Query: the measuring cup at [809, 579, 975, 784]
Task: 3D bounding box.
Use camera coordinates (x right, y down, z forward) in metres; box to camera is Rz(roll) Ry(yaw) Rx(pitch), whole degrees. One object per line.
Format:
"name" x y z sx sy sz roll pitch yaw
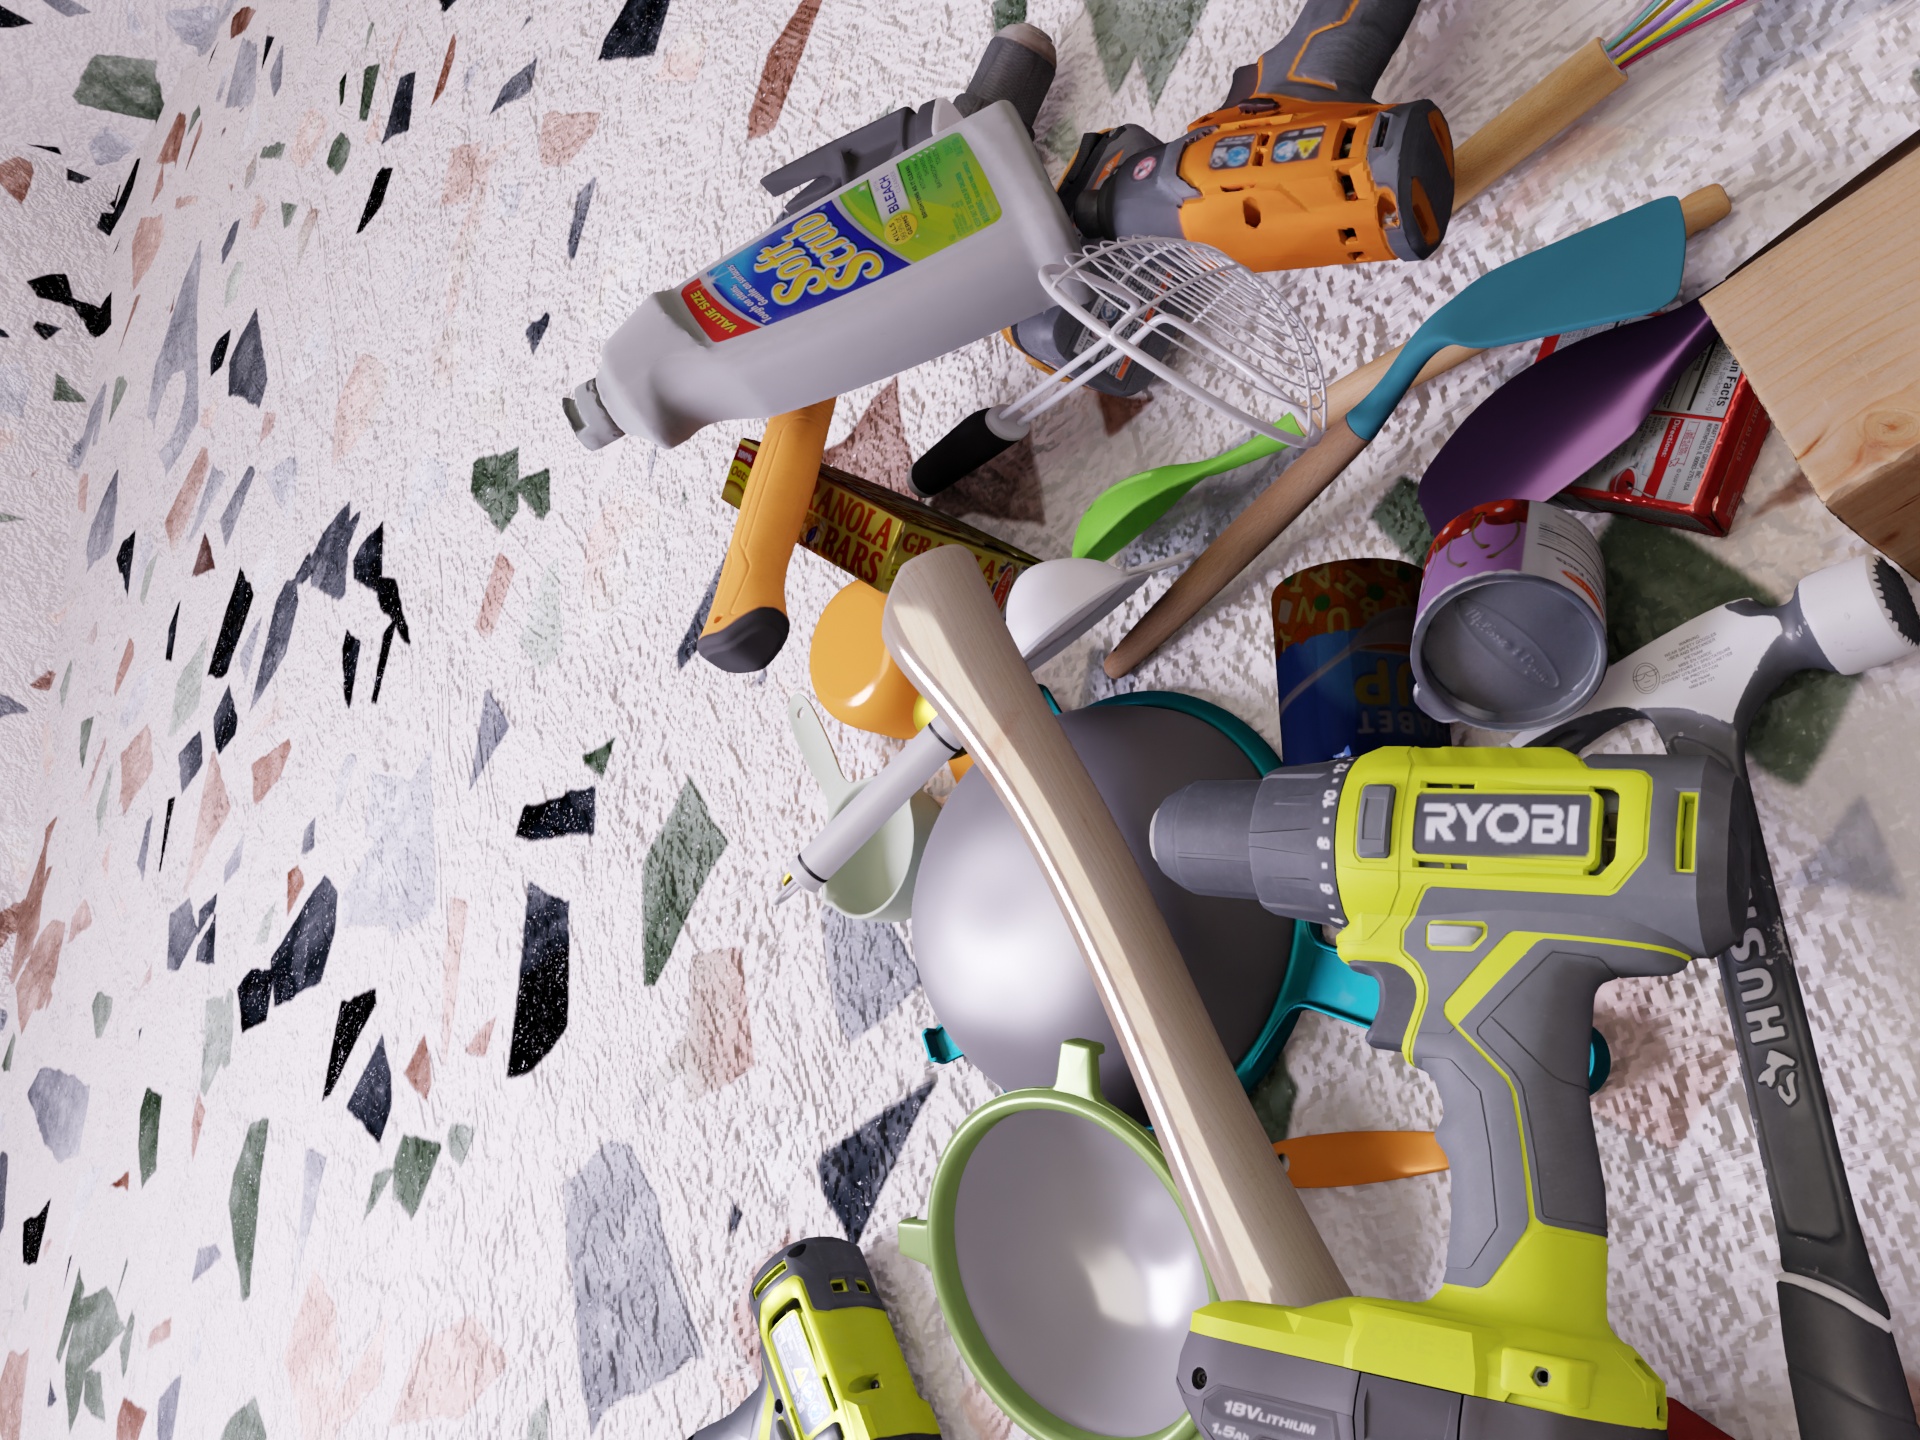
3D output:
"measuring cup" -0.027 -0.006 0.848 0.095 0.052 0.174 -48 48 26

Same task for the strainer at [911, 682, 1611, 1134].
"strainer" 0.088 0.090 0.656 0.340 0.095 0.211 12 86 48

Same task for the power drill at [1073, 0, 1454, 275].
"power drill" 0.143 -0.296 0.693 0.164 0.084 0.227 5 70 34

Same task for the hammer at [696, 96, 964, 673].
"hammer" -0.081 -0.172 0.804 0.127 0.034 0.337 -10 56 35

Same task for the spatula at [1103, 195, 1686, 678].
"spatula" 0.158 -0.099 0.663 0.317 0.044 0.082 -46 15 46

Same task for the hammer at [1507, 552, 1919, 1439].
"hammer" 0.247 0.150 0.469 0.149 0.036 0.409 -27 50 42

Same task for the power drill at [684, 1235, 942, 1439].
"power drill" -0.099 0.390 0.781 0.223 0.080 0.171 -49 46 21

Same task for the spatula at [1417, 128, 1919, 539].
"spatula" 0.285 -0.162 0.538 0.316 0.018 0.060 -38 45 34

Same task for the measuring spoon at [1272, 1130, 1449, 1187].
"measuring spoon" 0.160 0.168 0.616 0.117 0.011 0.021 -20 63 43

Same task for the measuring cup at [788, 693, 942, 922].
"measuring cup" -0.054 0.042 0.877 0.083 0.038 0.168 -53 43 22

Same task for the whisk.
"whisk" 0.272 -0.271 0.617 0.245 0.051 0.047 -34 60 40

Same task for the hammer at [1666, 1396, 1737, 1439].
"hammer" 0.328 0.279 0.375 0.359 0.036 0.149 29 99 48

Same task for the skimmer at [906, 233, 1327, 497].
"skimmer" 0.038 -0.131 0.738 0.363 0.127 0.090 -16 53 67

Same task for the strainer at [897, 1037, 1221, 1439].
"strainer" 0.092 0.257 0.634 0.257 0.069 0.151 51 123 24

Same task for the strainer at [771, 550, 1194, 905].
"strainer" -0.001 -0.002 0.739 0.258 0.087 0.050 -45 82 10

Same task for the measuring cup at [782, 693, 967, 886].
"measuring cup" -0.035 0.022 0.790 0.156 0.062 0.029 -41 68 -7

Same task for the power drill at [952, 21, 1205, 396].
"power drill" 0.042 -0.277 0.848 0.226 0.084 0.185 36 103 52

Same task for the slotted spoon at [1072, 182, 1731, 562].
"slotted spoon" 0.170 -0.141 0.684 0.314 0.070 0.031 -26 91 34

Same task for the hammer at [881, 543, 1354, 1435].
"hammer" 0.078 0.098 0.596 0.146 0.038 0.411 -29 66 8

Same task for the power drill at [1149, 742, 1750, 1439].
"power drill" 0.139 0.117 0.503 0.190 0.080 0.229 -1 70 33
